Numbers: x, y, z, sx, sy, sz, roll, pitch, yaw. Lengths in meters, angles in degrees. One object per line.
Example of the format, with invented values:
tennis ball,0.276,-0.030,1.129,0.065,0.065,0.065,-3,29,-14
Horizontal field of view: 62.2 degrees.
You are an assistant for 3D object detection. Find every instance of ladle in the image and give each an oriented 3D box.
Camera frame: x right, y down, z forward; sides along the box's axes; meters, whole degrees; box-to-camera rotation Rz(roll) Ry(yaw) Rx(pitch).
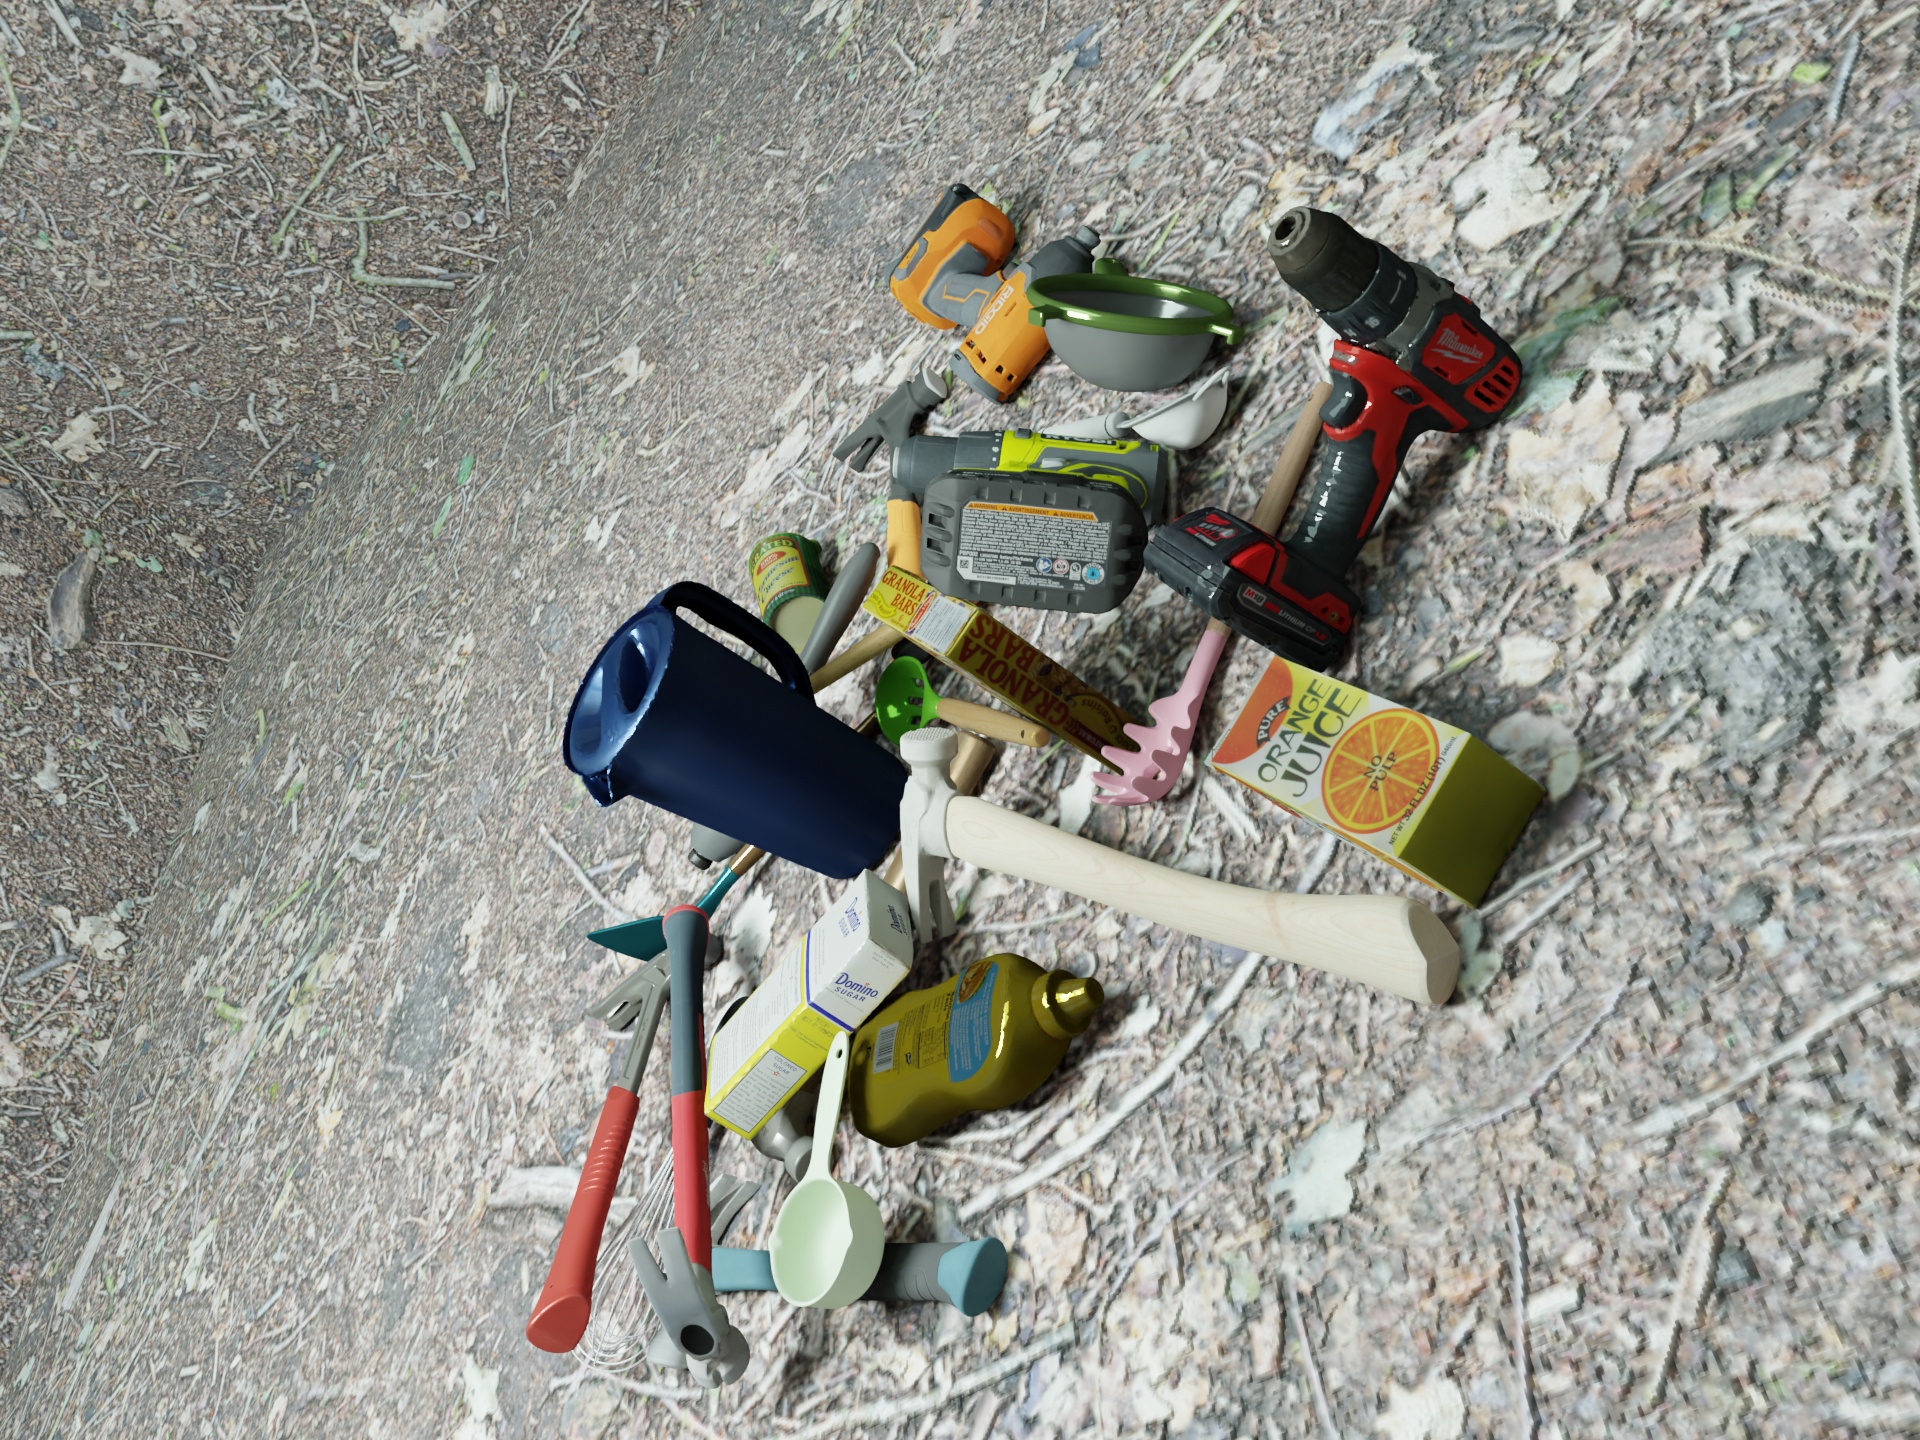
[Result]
ladle,-0.004,-0.099,1.212,0.315,0.031,0.069,-33,43,16

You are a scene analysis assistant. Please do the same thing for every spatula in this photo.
spatula,-0.174,0.098,1.312,0.317,0.082,0.044,-46,47,9

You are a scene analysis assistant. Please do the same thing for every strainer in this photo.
strainer,0.120,-0.301,1.213,0.257,0.151,0.069,-90,5,-65
strainer,0.123,-0.218,1.176,0.087,0.050,0.258,-28,16,-25

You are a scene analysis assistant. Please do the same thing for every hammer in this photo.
hammer,-0.064,0.158,1.142,0.130,0.031,0.331,20,81,56
hammer,-0.193,0.253,1.106,0.038,0.143,0.387,-15,36,-1
hammer,-0.093,0.357,1.026,0.331,0.033,0.128,-19,52,44
hammer,-0.054,-0.166,1.366,0.127,0.034,0.337,-38,37,29
hammer,-0.270,0.316,1.211,0.149,0.036,0.359,-39,24,27
hammer,0.103,0.105,0.930,0.411,0.038,0.146,12,110,49

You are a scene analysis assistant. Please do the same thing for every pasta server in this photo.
pasta server,0.168,-0.082,1.015,0.316,0.040,0.060,-65,23,-10

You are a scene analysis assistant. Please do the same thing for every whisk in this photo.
whisk,-0.213,0.338,1.182,0.070,0.070,0.285,-7,56,51
whisk,-0.125,-0.042,1.291,0.055,0.055,0.239,11,70,55

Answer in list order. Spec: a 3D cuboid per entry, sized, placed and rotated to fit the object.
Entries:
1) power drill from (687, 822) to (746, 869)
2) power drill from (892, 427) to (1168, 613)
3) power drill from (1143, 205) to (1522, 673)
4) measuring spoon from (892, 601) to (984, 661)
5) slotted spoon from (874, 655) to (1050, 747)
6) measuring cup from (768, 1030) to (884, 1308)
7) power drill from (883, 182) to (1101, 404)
power drill,-0.217,0.031,1.405,0.143,0.078,0.220,-55,37,7
power drill,0.039,-0.144,1.042,0.229,0.190,0.080,-73,-11,-69
power drill,0.200,-0.160,0.903,0.226,0.187,0.080,-58,35,10
measuring spoon,-0.016,-0.075,1.279,0.117,0.011,0.021,-35,38,38
slotted spoon,-0.002,-0.004,1.122,0.314,0.031,0.070,-164,79,-70
measuring cup,-0.074,0.279,0.989,0.083,0.038,0.168,-22,52,43
power drill,0.031,-0.389,1.396,0.164,0.084,0.227,-50,39,14
